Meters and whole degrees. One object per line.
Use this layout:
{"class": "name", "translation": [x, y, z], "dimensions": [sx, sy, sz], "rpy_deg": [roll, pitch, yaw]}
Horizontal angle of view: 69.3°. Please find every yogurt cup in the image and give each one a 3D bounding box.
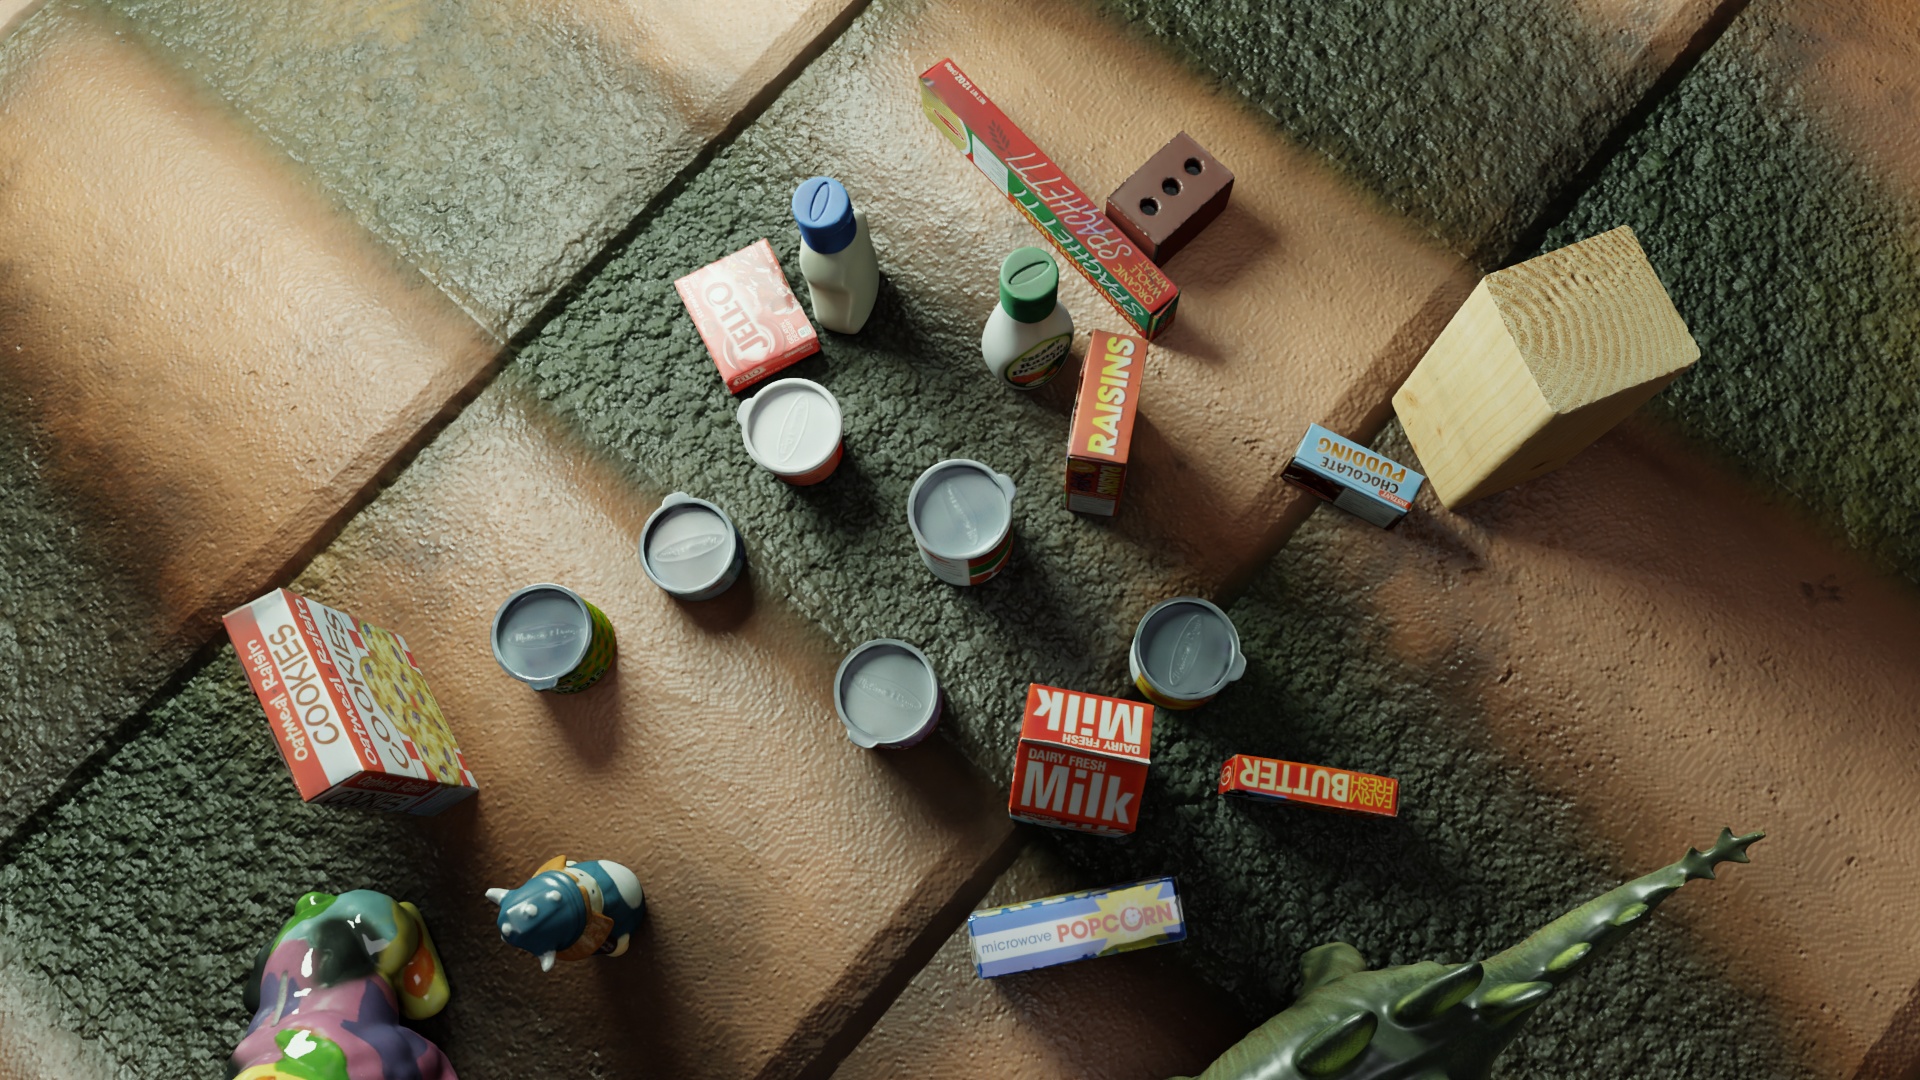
{"class": "yogurt cup", "translation": [-0.111, -0.070, 0.949], "dimensions": [0.072, 0.054, 0.072], "rpy_deg": [-1, 76, 3]}

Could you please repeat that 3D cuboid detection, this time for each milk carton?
{"class": "milk carton", "translation": [0.069, 0.132, 0.818], "dimensions": [0.072, 0.190, 0.073], "rpy_deg": [9, 77, 5]}

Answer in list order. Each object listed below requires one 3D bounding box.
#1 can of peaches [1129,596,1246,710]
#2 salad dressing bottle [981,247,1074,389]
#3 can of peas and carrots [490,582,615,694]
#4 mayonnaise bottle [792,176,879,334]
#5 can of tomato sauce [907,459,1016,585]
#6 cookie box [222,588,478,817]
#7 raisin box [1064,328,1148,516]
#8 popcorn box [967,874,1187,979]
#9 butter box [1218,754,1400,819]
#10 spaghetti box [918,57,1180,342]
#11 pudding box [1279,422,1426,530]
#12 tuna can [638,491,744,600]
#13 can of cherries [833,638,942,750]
{"class": "can of peaches", "translation": [0.146, 0.075, 0.897], "dimensions": [0.071, 0.058, 0.071], "rpy_deg": [-1, 76, 3]}
{"class": "salad dressing bottle", "translation": [0.044, -0.145, 0.912], "dimensions": [0.064, 0.147, 0.044], "rpy_deg": [-27, 76, -4]}
{"class": "can of peas and carrots", "translation": [-0.267, 0.068, 0.918], "dimensions": [0.071, 0.058, 0.071], "rpy_deg": [-1, 76, 3]}
{"class": "mayonnaise bottle", "translation": [-0.083, -0.193, 0.930], "dimensions": [0.041, 0.147, 0.065], "rpy_deg": [15, 77, 6]}
{"class": "can of tomato sauce", "translation": [0.003, -0.011, 0.913], "dimensions": [0.071, 0.083, 0.071], "rpy_deg": [-1, 76, 3]}
{"class": "cookie box", "translation": [-0.372, 0.106, 0.857], "dimensions": [0.040, 0.167, 0.123], "rpy_deg": [-31, 77, -5]}
{"class": "raisin box", "translation": [0.093, -0.074, 0.904], "dimensions": [0.040, 0.123, 0.086], "rpy_deg": [11, 77, 5]}
{"class": "popcorn box", "translation": [0.069, 0.234, 0.846], "dimensions": [0.127, 0.085, 0.038], "rpy_deg": [-11, 76, 0]}
{"class": "butter box", "translation": [0.219, 0.156, 0.876], "dimensions": [0.103, 0.053, 0.024], "rpy_deg": [8, 77, 5]}
{"class": "spaghetti box", "translation": [0.062, -0.242, 0.987], "dimensions": [0.029, 0.050, 0.250], "rpy_deg": [-40, 77, -7]}
{"class": "pudding box", "translation": [0.260, -0.042, 0.926], "dimensions": [0.084, 0.049, 0.030], "rpy_deg": [27, 79, 9]}
{"class": "tuna can", "translation": [-0.183, 0.004, 0.944], "dimensions": [0.071, 0.032, 0.071], "rpy_deg": [-1, 76, 3]}
{"class": "can of cherries", "translation": [-0.047, 0.103, 0.899], "dimensions": [0.071, 0.058, 0.071], "rpy_deg": [-1, 76, 3]}
